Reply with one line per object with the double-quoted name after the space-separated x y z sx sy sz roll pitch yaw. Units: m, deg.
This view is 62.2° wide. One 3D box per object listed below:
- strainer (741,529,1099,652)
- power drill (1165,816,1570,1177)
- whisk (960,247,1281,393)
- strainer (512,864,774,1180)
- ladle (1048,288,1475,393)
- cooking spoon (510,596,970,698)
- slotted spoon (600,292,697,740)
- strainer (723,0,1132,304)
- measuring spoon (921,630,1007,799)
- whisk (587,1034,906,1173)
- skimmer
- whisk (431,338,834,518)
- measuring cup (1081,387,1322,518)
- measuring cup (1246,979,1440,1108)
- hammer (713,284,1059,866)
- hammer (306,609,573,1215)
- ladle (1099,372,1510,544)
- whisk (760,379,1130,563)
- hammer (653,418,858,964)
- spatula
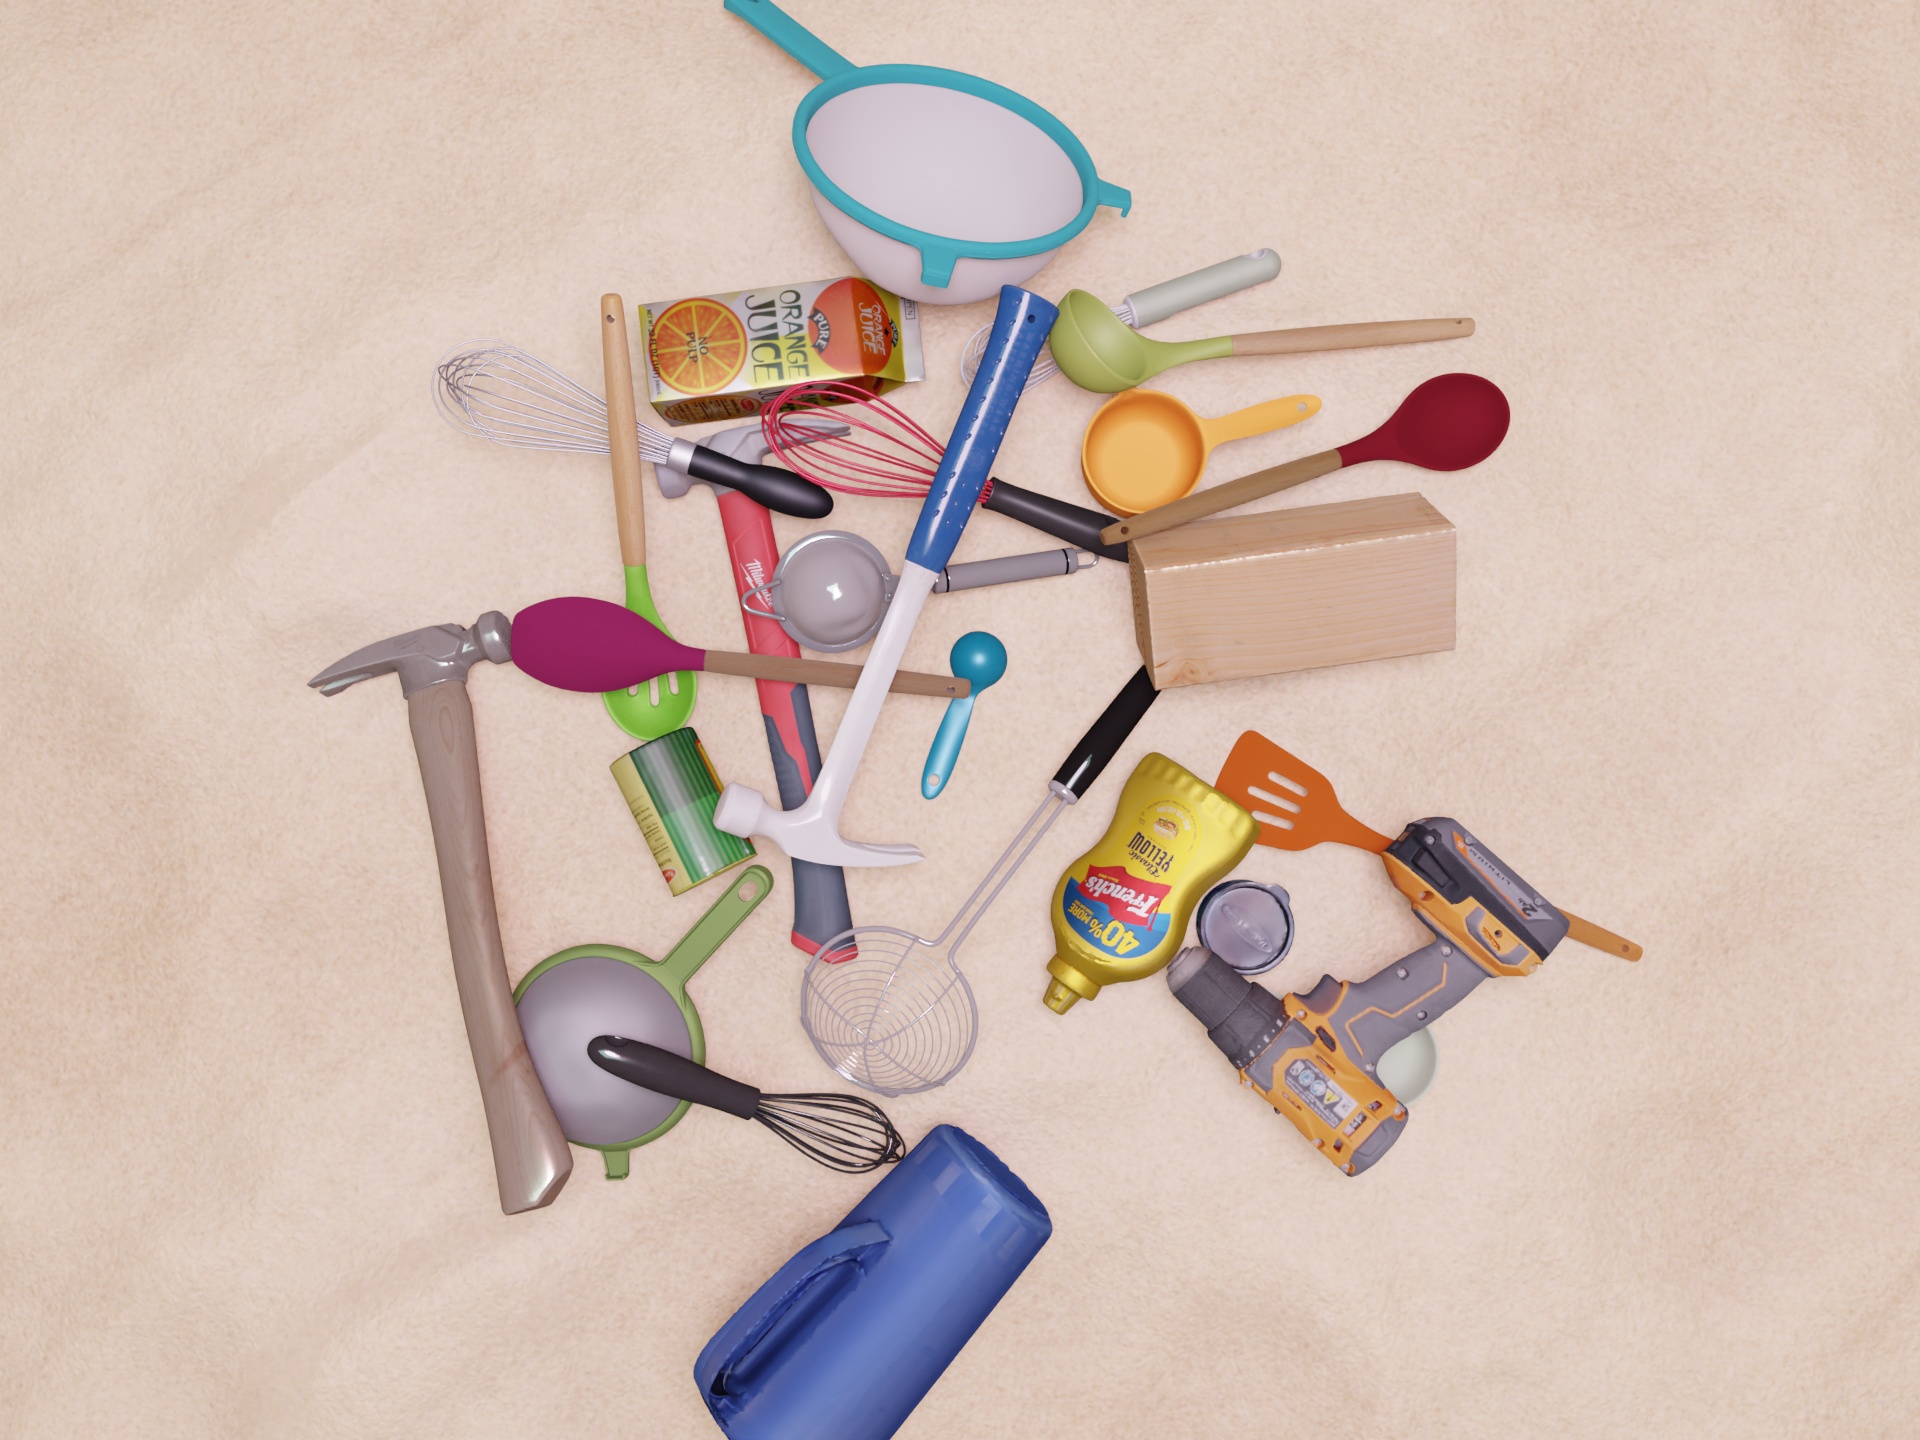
-0.022 -0.098 1.115 0.258 0.050 0.087 -10 106 -15 "strainer"
0.268 0.165 1.072 0.185 0.084 0.226 42 93 7 "power drill"
0.116 -0.289 1.142 0.246 0.058 0.059 -20 122 -3 "whisk"
-0.222 0.198 1.092 0.151 0.069 0.256 44 101 2 "strainer"
0.216 -0.272 1.109 0.320 0.062 0.078 -7 59 -11 "ladle"
-0.151 -0.039 1.102 0.319 0.017 0.068 6 107 -4 "cooking spoon"
-0.222 -0.132 1.084 0.070 0.031 0.313 1 117 1 "slotted spoon"
-0.060 -0.396 1.120 0.211 0.095 0.341 -31 65 -33 "strainer"
-0.002 -0.004 1.141 0.042 0.021 0.128 20 87 1 "measuring spoon"
-0.143 0.259 1.088 0.238 0.055 0.055 25 89 -20 "whisk"
0.029 0.102 1.121 0.127 0.090 0.363 39 74 1 "skimmer"
-0.222 -0.194 1.095 0.284 0.070 0.070 18 89 -7 "whisk"
0.169 -0.198 1.132 0.173 0.052 0.095 -16 88 -2 "measuring cup"
0.254 0.217 1.125 0.167 0.038 0.083 23 87 5 "measuring cup"
-0.025 -0.091 1.068 0.144 0.035 0.405 21 95 -18 "hammer"
-0.342 0.130 1.084 0.146 0.038 0.411 -17 72 1 "hammer"
0.242 -0.174 1.113 0.315 0.031 0.069 -19 90 -12 "ladle"
0.002 -0.166 1.109 0.295 0.073 0.073 18 89 -14 "whisk"
-0.111 -0.021 1.136 0.143 0.038 0.386 -12 88 -1 "hammer"
0.335 0.104 1.135 0.322 0.041 0.081 23 89 -3 "spatula"
